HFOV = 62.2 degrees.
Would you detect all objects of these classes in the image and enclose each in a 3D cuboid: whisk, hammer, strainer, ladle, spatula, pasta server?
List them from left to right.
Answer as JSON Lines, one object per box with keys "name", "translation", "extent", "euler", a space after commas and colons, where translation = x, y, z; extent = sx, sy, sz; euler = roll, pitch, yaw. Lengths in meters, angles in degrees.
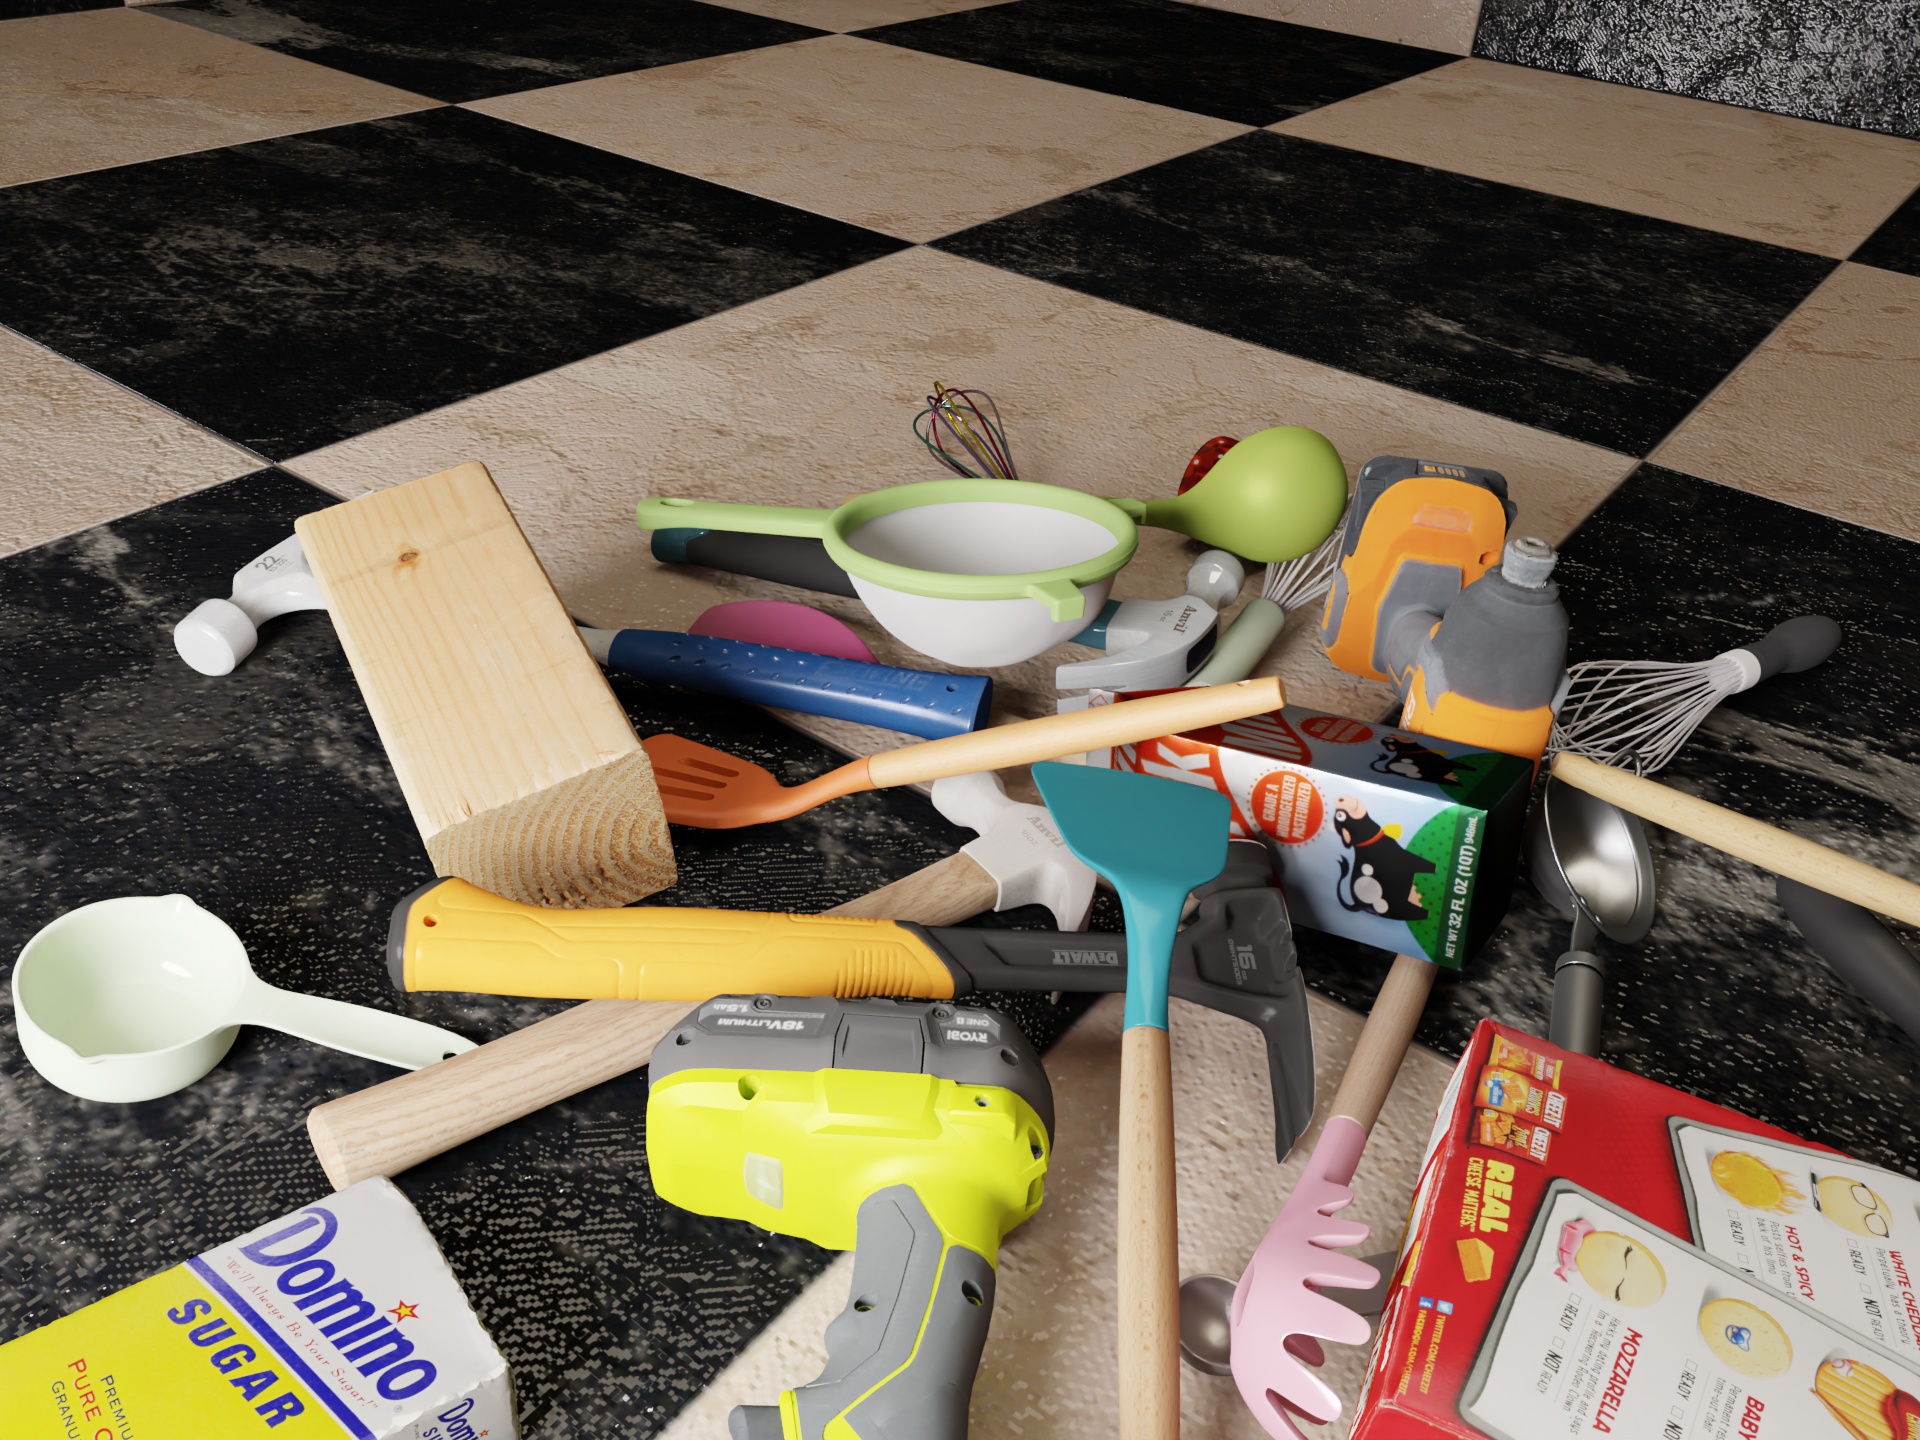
{"name": "hammer", "translation": [-0.182, -0.043, 0.812], "extent": [0.405, 0.035, 0.144], "euler": [11, 39, 12]}
{"name": "hammer", "translation": [-0.083, 0.103, 0.625], "extent": [0.331, 0.031, 0.130], "euler": [-20, 40, -32]}
{"name": "hammer", "translation": [-0.035, 0.095, 0.585], "extent": [0.336, 0.034, 0.127], "euler": [4, 50, -10]}
{"name": "strainer", "translation": [-0.041, -0.070, 0.785], "extent": [0.256, 0.069, 0.151], "euler": [6, 26, 16]}
{"name": "spatula", "translation": [-0.019, 0.010, 0.692], "extent": [0.322, 0.041, 0.081], "euler": [-12, 18, 25]}
{"name": "hammer", "translation": [-0.022, -0.075, 0.874], "extent": [0.331, 0.033, 0.128], "euler": [13, 44, 22]}
{"name": "whisk", "translation": [0.026, -0.152, 1.010], "extent": [0.051, 0.047, 0.245], "euler": [-8, 39, -20]}
{"name": "ladle", "translation": [0.066, -0.130, 0.918], "extent": [0.320, 0.078, 0.062], "euler": [6, 48, 34]}
{"name": "spatula", "translation": [0.062, 0.135, 0.536], "extent": [0.082, 0.044, 0.318], "euler": [10, 53, -6]}
{"name": "whisk", "translation": [0.173, -0.061, 0.889], "extent": [0.058, 0.059, 0.246], "euler": [32, 46, 12]}
{"name": "pasta server", "translation": [0.153, 0.138, 0.575], "extent": [0.040, 0.060, 0.316], "euler": [19, 28, 19]}
{"name": "strainer", "translation": [0.255, 0.099, 0.662], "extent": [0.086, 0.050, 0.259], "euler": [47, 40, -15]}
{"name": "whisk", "translation": [0.395, -0.019, 0.844], "extent": [0.284, 0.070, 0.070], "euler": [-16, 39, -34]}
{"name": "ladle", "translation": [0.401, 0.076, 0.670], "extent": [0.315, 0.031, 0.069], "euler": [22, 13, 5]}
{"name": "whisk", "translation": [0.394, 0.131, 0.629], "extent": [0.055, 0.055, 0.239], "euler": [-1, 30, -8]}

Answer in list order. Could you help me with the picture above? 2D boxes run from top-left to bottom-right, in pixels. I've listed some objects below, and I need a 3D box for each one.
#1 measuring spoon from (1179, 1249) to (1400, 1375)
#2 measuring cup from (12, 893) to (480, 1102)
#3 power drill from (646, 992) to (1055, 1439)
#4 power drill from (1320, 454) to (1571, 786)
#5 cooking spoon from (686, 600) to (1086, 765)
{"name": "measuring spoon", "translation": [0.123, 0.196, 0.531], "extent": [0.124, 0.018, 0.034], "euler": [-3, 36, -23]}
{"name": "measuring cup", "translation": [-0.261, 0.117, 0.592], "extent": [0.167, 0.038, 0.083], "euler": [17, 35, -11]}
{"name": "power drill", "translation": [-0.047, 0.189, 0.466], "extent": [0.171, 0.080, 0.223], "euler": [4, 37, -1]}
{"name": "power drill", "translation": [0.236, -0.047, 0.769], "extent": [0.084, 0.164, 0.227], "euler": [8, 32, 1]}
{"name": "cooking spoon", "translation": [-0.001, -0.003, 0.804], "extent": [0.319, 0.017, 0.069], "euler": [18, 53, 19]}
